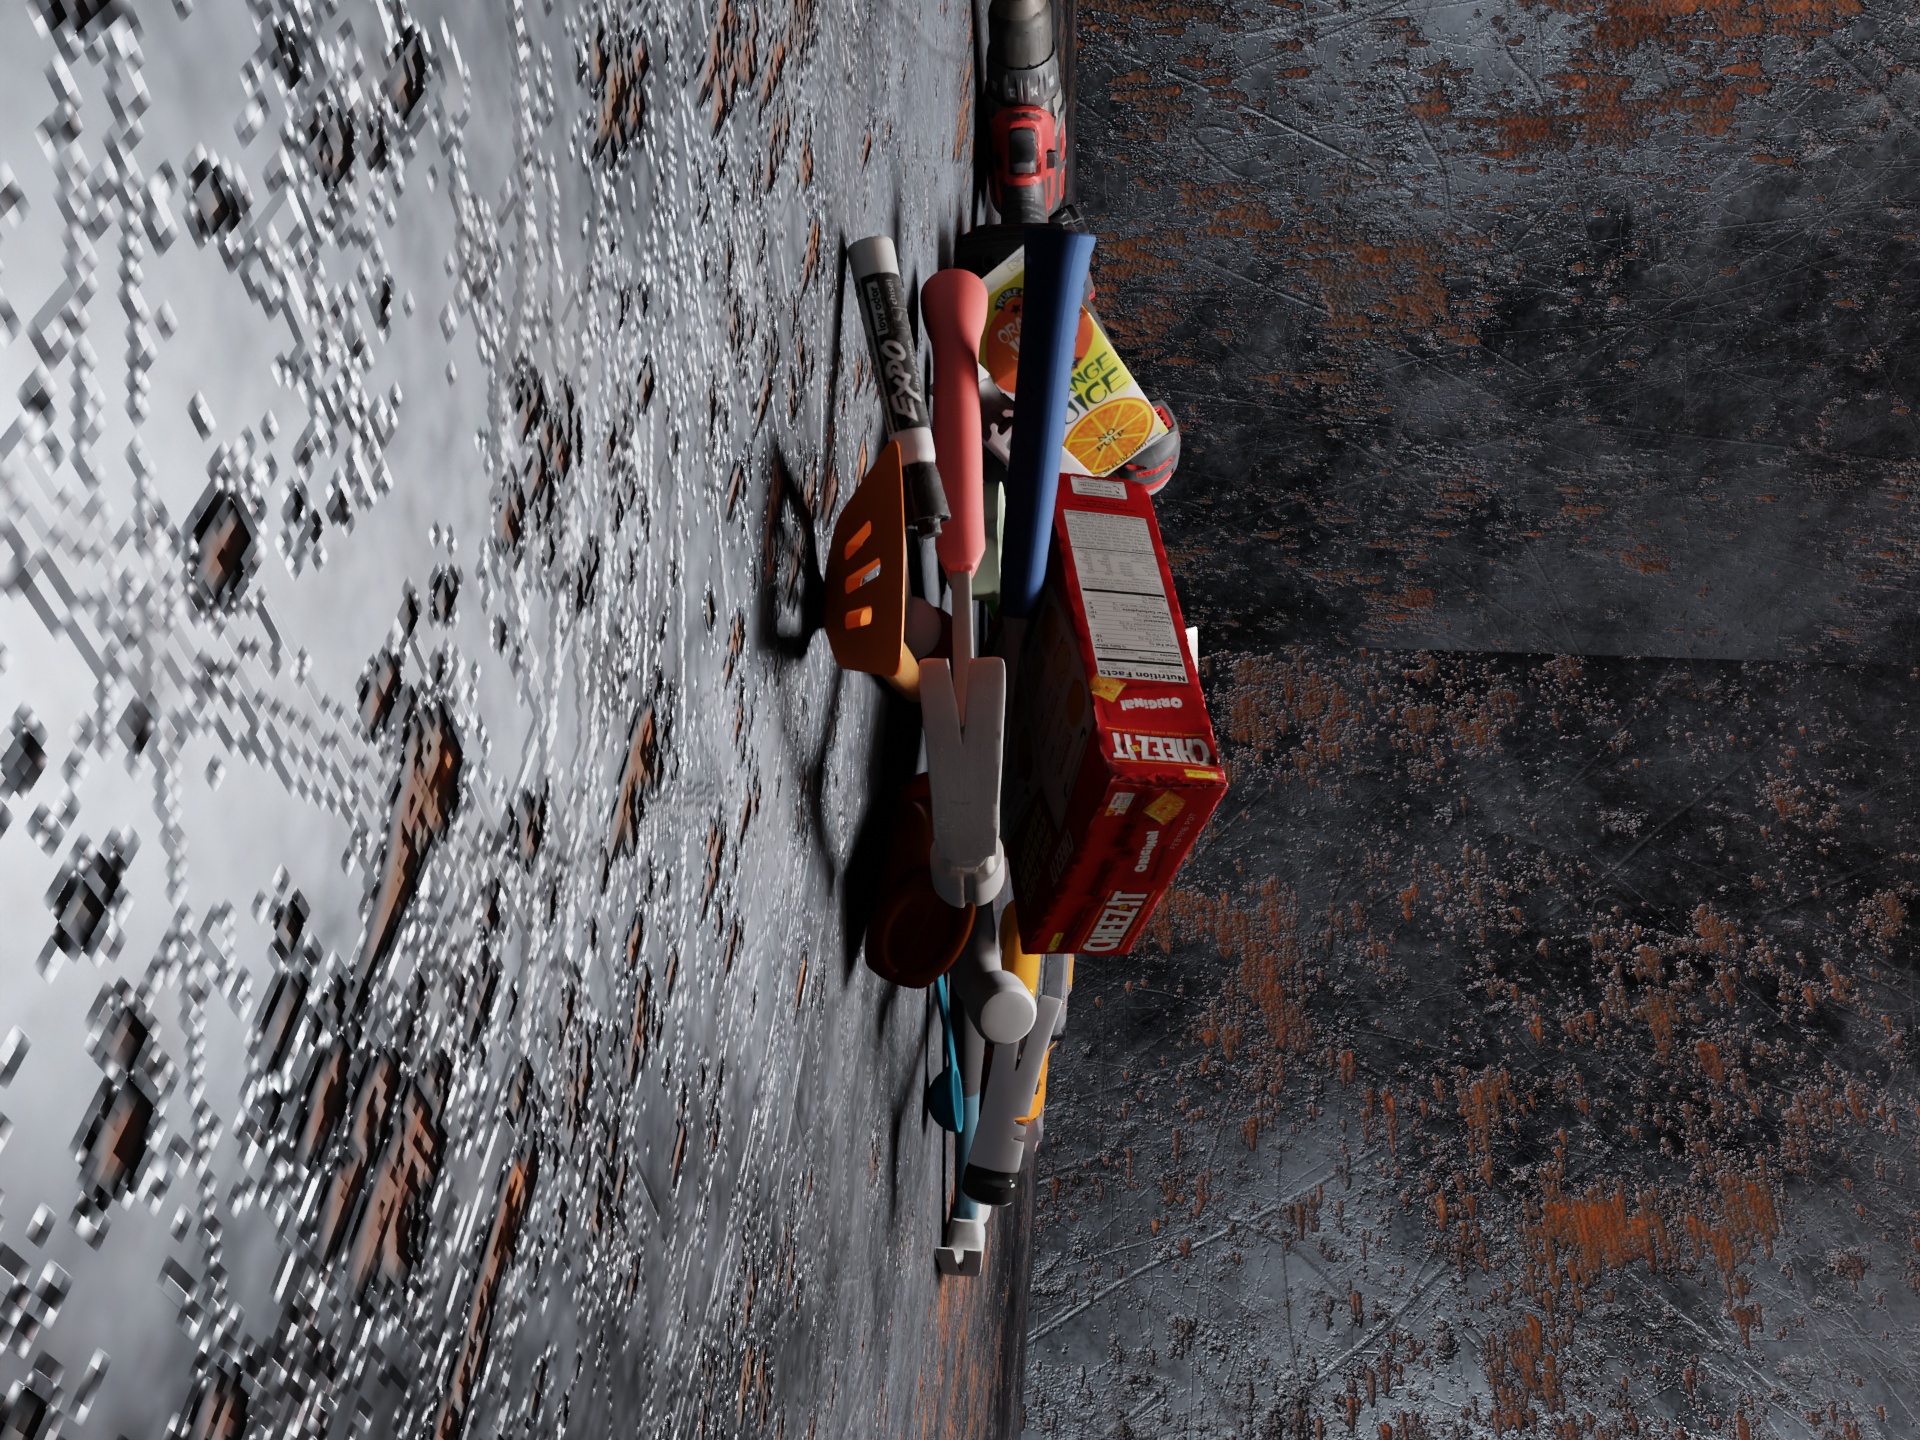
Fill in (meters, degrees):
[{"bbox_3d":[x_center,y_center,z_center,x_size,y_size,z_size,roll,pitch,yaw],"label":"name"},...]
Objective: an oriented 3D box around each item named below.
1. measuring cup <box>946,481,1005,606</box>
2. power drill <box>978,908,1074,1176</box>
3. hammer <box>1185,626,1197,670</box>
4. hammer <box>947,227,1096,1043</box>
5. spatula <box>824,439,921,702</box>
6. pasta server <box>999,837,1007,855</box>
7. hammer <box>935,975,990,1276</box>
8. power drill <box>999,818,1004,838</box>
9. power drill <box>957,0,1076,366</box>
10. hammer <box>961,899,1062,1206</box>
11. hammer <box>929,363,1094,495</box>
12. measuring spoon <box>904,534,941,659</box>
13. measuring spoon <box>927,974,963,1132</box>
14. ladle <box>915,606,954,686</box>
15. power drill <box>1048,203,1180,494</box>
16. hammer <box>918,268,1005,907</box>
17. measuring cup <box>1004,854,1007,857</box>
[{"bbox_3d":[0.008,-0.070,1.018,0.083,0.038,0.167,45,47,-82],"label":"measuring cup"},{"bbox_3d":[0.048,0.290,1.378,0.164,0.084,0.226,-81,175,-46],"label":"power drill"},{"bbox_3d":[0.103,-0.149,1.272,0.331,0.031,0.130,66,-23,4],"label":"hammer"},{"bbox_3d":[0.026,-0.046,0.835,0.144,0.035,0.405,-133,-133,-69],"label":"hammer"},{"bbox_3d":[-0.027,-0.035,0.683,0.322,0.041,0.081,59,29,-82],"label":"spatula"},{"bbox_3d":[0.041,0.088,1.138,0.060,0.040,0.316,-69,156,-15],"label":"pasta server"},{"bbox_3d":[0.005,0.254,1.154,0.128,0.033,0.331,-73,164,-73],"label":"hammer"},{"bbox_3d":[0.089,0.040,1.088,0.171,0.080,0.223,-65,155,-24],"label":"power drill"},{"bbox_3d":[0.042,-0.373,1.095,0.187,0.080,0.227,83,8,-60],"label":"power drill"},{"bbox_3d":[0.037,0.177,1.038,0.337,0.034,0.127,-73,175,-77],"label":"hammer"},{"bbox_3d":[0.042,-0.167,1.064,0.035,0.146,0.335,-46,-175,4],"label":"hammer"},{"bbox_3d":[-0.023,-0.073,0.820,0.124,0.018,0.034,82,12,-58],"label":"measuring spoon"},{"bbox_3d":[-0.017,0.206,1.034,0.042,0.021,0.128,-59,142,-79],"label":"measuring spoon"},{"bbox_3d":[-0.002,-0.003,1.035,0.315,0.031,0.069,76,16,-76],"label":"ladle"},{"bbox_3d":[0.105,-0.279,1.258,0.220,0.078,0.143,64,2,9],"label":"power drill"},{"bbox_3d":[-0.001,-0.101,0.732,0.149,0.036,0.359,88,0,-50],"label":"hammer"},{"bbox_3d":[0.029,0.103,1.250,0.095,0.052,0.174,81,14,-63],"label":"measuring cup"}]
